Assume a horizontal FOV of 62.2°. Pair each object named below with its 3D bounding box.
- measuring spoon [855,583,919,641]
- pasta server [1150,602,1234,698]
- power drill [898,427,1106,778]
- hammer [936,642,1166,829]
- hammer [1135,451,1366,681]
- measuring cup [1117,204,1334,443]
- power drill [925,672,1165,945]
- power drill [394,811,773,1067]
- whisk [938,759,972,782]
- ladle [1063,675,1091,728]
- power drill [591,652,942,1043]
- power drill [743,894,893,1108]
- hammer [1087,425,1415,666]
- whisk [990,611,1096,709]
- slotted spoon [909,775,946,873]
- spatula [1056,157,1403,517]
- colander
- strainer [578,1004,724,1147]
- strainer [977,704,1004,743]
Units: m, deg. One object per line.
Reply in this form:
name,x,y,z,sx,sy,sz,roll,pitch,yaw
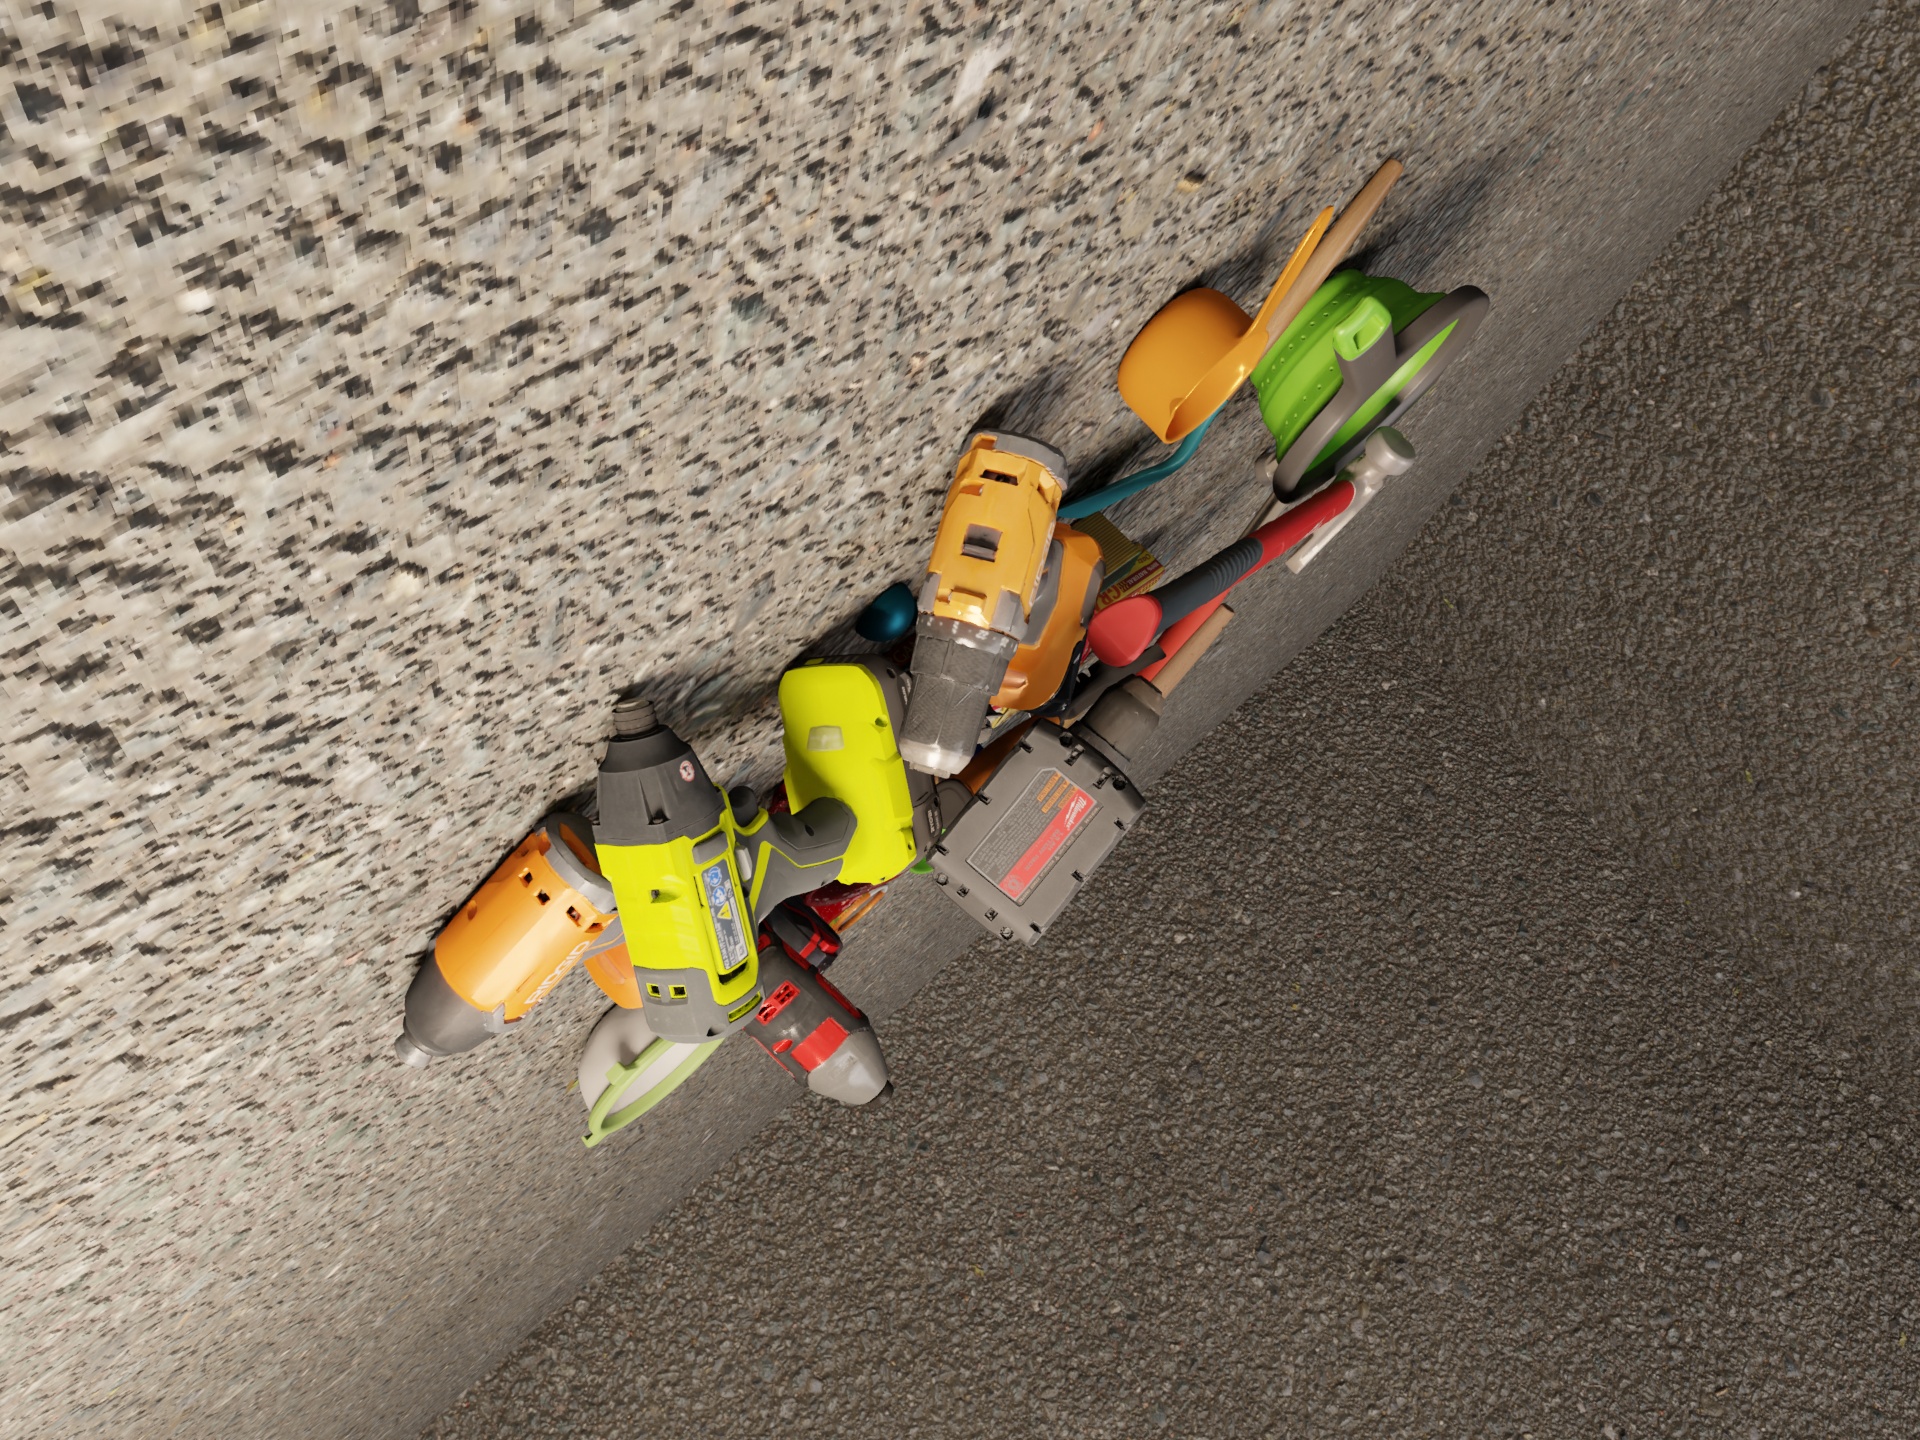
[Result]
measuring spoon,-0.028,-0.063,1.008,0.042,0.021,0.128,-46,168,14
pasta server,0.115,0.017,1.312,0.316,0.040,0.060,-51,171,26
power drill,0.022,-0.052,0.923,0.226,0.084,0.185,31,74,-78
hammer,0.058,0.008,1.189,0.127,0.034,0.337,-36,180,27
hammer,0.219,-0.105,1.404,0.359,0.036,0.149,-53,-162,-10
measuring cup,0.151,-0.240,0.920,0.095,0.052,0.173,-34,163,-42
power drill,0.063,0.047,0.990,0.188,0.080,0.226,-51,176,2
power drill,-0.214,0.126,0.909,0.164,0.084,0.226,-46,165,11
whisk,-0.038,0.060,1.267,0.239,0.055,0.055,-14,150,-47
ladle,0.078,-0.005,1.389,0.320,0.062,0.078,-46,-161,0
power drill,-0.103,0.047,0.856,0.080,0.171,0.223,-3,-164,30
power drill,-0.118,0.181,1.092,0.078,0.143,0.220,-43,-159,-4
hammer,0.194,-0.107,1.116,0.386,0.038,0.143,-32,167,-47
whisk,0.015,-0.015,1.269,0.073,0.073,0.295,-32,170,-46
slotted spoon,-0.023,0.045,1.135,0.070,0.031,0.313,-46,165,-15
spatula,0.184,-0.250,1.081,0.317,0.044,0.082,-52,167,16
colander,0.260,-0.262,1.102,0.204,0.094,0.397,-45,170,13
strainer,-0.221,0.233,1.310,0.256,0.069,0.151,-36,165,-37
strainer,-0.002,-0.004,1.137,0.087,0.050,0.258,-8,-175,-7
